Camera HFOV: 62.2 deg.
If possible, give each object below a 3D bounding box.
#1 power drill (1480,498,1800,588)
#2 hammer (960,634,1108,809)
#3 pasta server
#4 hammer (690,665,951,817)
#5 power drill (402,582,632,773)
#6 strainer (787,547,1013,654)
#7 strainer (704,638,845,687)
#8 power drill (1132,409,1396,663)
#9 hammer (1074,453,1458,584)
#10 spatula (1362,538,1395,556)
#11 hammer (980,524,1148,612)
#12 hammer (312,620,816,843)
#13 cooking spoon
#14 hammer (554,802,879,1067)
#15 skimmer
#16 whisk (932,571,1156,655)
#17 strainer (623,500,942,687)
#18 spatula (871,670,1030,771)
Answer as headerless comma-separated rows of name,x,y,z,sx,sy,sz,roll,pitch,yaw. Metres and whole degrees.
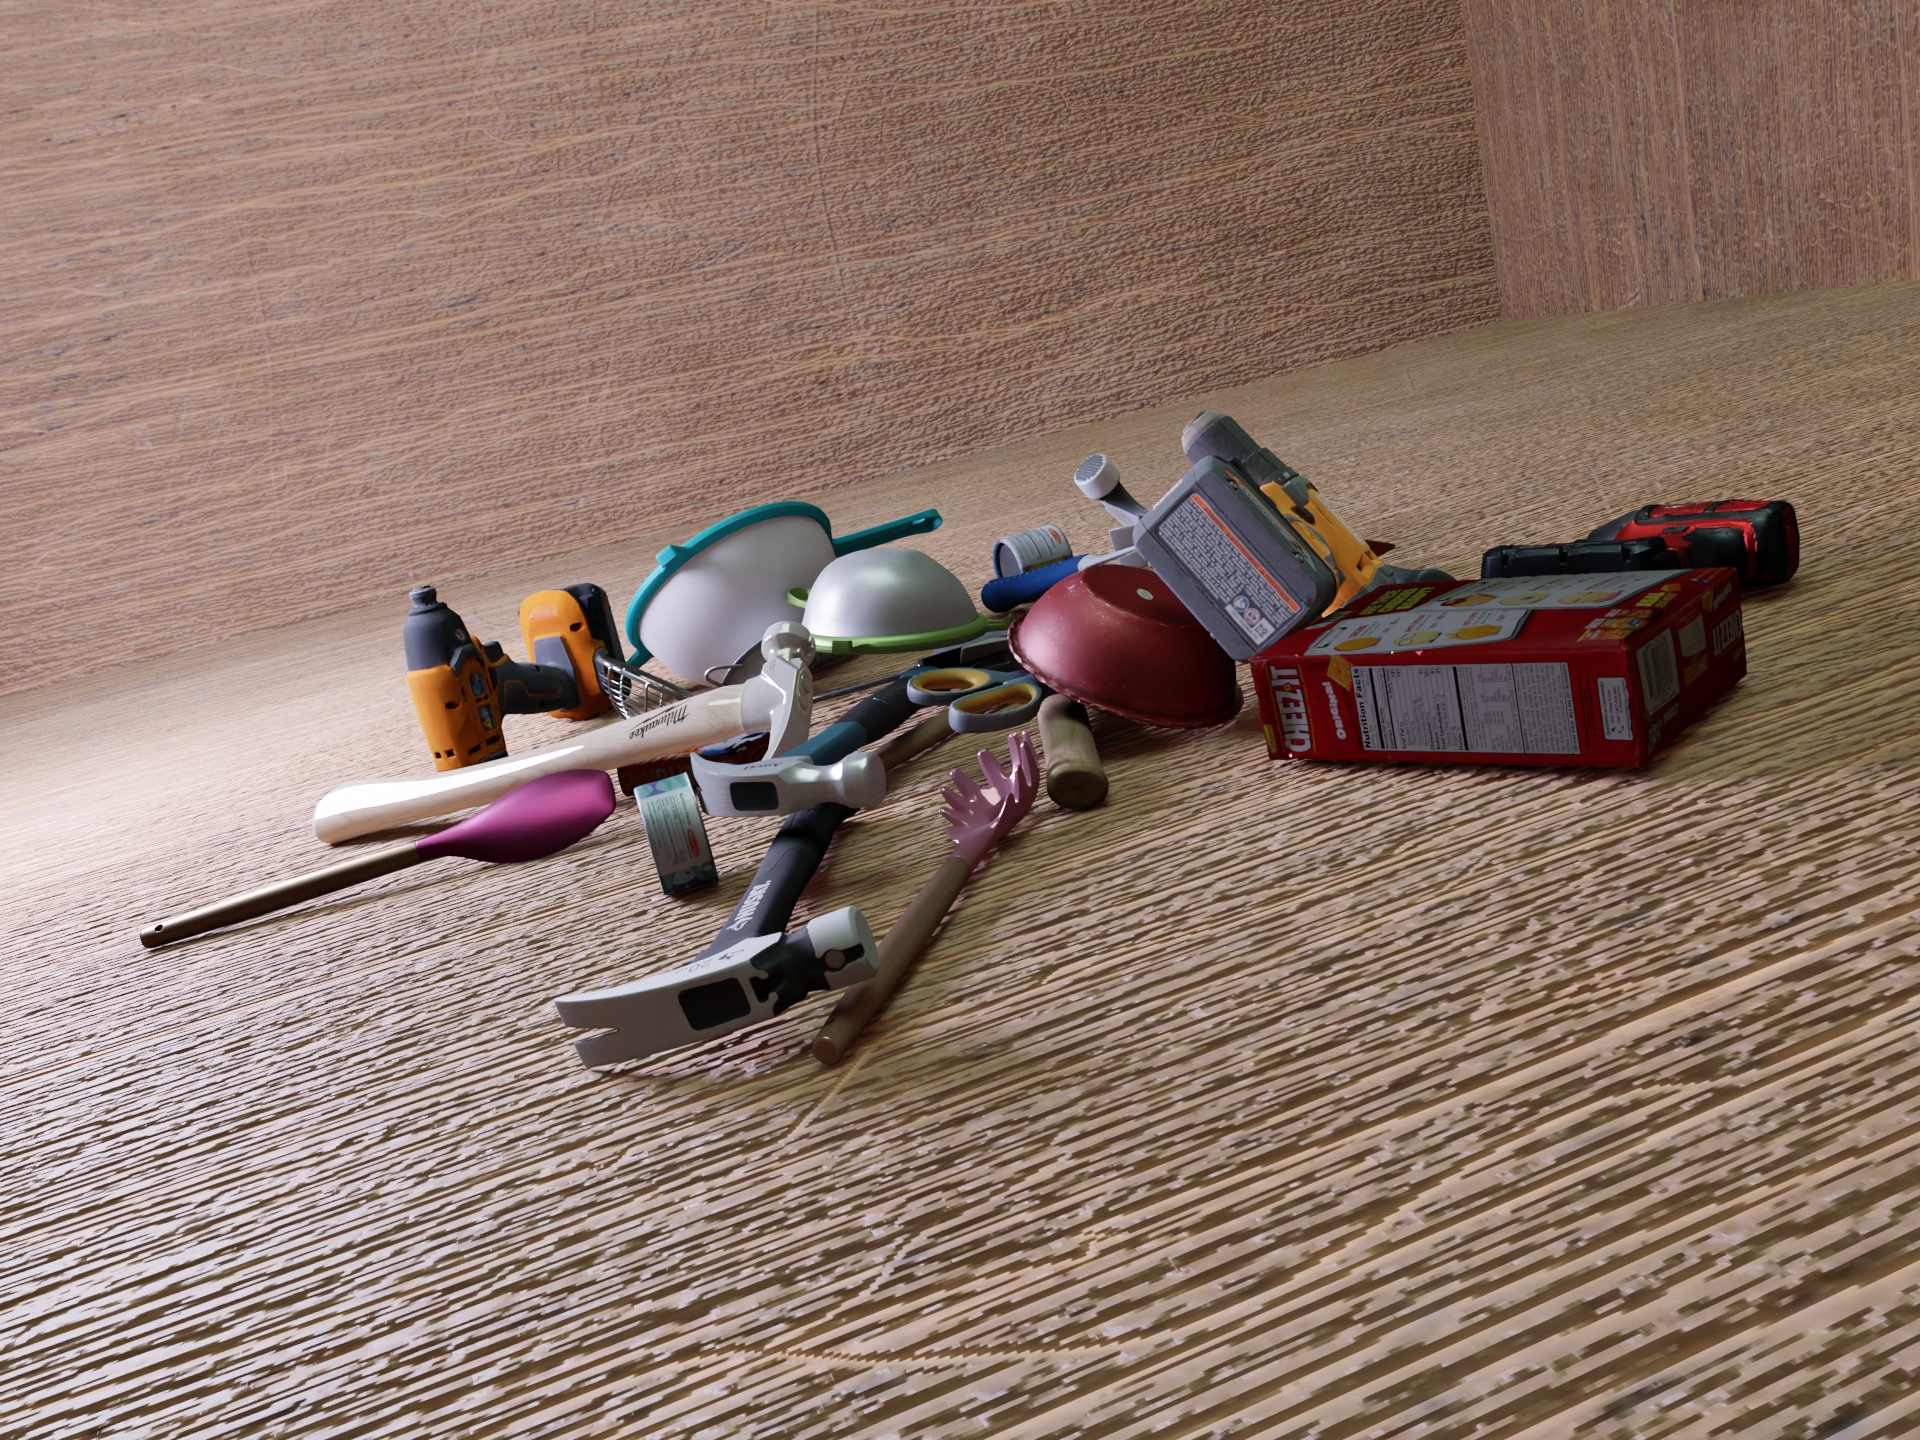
power drill,0.427,-0.093,1.014,0.143,0.078,0.219,2,18,45
hammer,0.064,-0.009,1.058,0.130,0.031,0.331,-2,17,1
pasta server,-0.014,0.079,0.797,0.060,0.040,0.316,-30,8,25
hammer,-0.066,0.007,1.008,0.128,0.033,0.331,-6,10,16
power drill,-0.390,-0.054,1.382,0.084,0.164,0.226,-8,13,25
strainer,-0.080,-0.106,1.254,0.151,0.069,0.256,-10,16,-28
strainer,-0.134,-0.053,1.404,0.087,0.050,0.258,-54,-13,27
power drill,0.191,-0.131,1.051,0.084,0.185,0.226,-45,-11,27
hammer,0.250,-0.134,1.288,0.036,0.149,0.409,-52,33,-6
spatula,0.288,-0.156,1.437,0.081,0.041,0.323,3,10,-10
hammer,0.109,-0.132,1.335,0.144,0.035,0.405,-21,4,-22
hammer,-0.296,0.038,1.144,0.410,0.038,0.146,-15,44,18
cooking spoon,-0.385,0.095,1.057,0.319,0.017,0.069,-18,50,-5
hammer,-0.099,0.085,0.828,0.146,0.035,0.335,-20,11,8
skimmer,-0.096,-0.052,1.246,0.363,0.090,0.127,-15,2,-4
whisk,0.109,-0.083,1.286,0.284,0.070,0.070,-13,13,17
strainer,-0.137,-0.115,1.461,0.340,0.095,0.211,-22,-20,-32
spatula,-0.002,-0.004,1.144,0.060,0.018,0.316,-5,15,34
